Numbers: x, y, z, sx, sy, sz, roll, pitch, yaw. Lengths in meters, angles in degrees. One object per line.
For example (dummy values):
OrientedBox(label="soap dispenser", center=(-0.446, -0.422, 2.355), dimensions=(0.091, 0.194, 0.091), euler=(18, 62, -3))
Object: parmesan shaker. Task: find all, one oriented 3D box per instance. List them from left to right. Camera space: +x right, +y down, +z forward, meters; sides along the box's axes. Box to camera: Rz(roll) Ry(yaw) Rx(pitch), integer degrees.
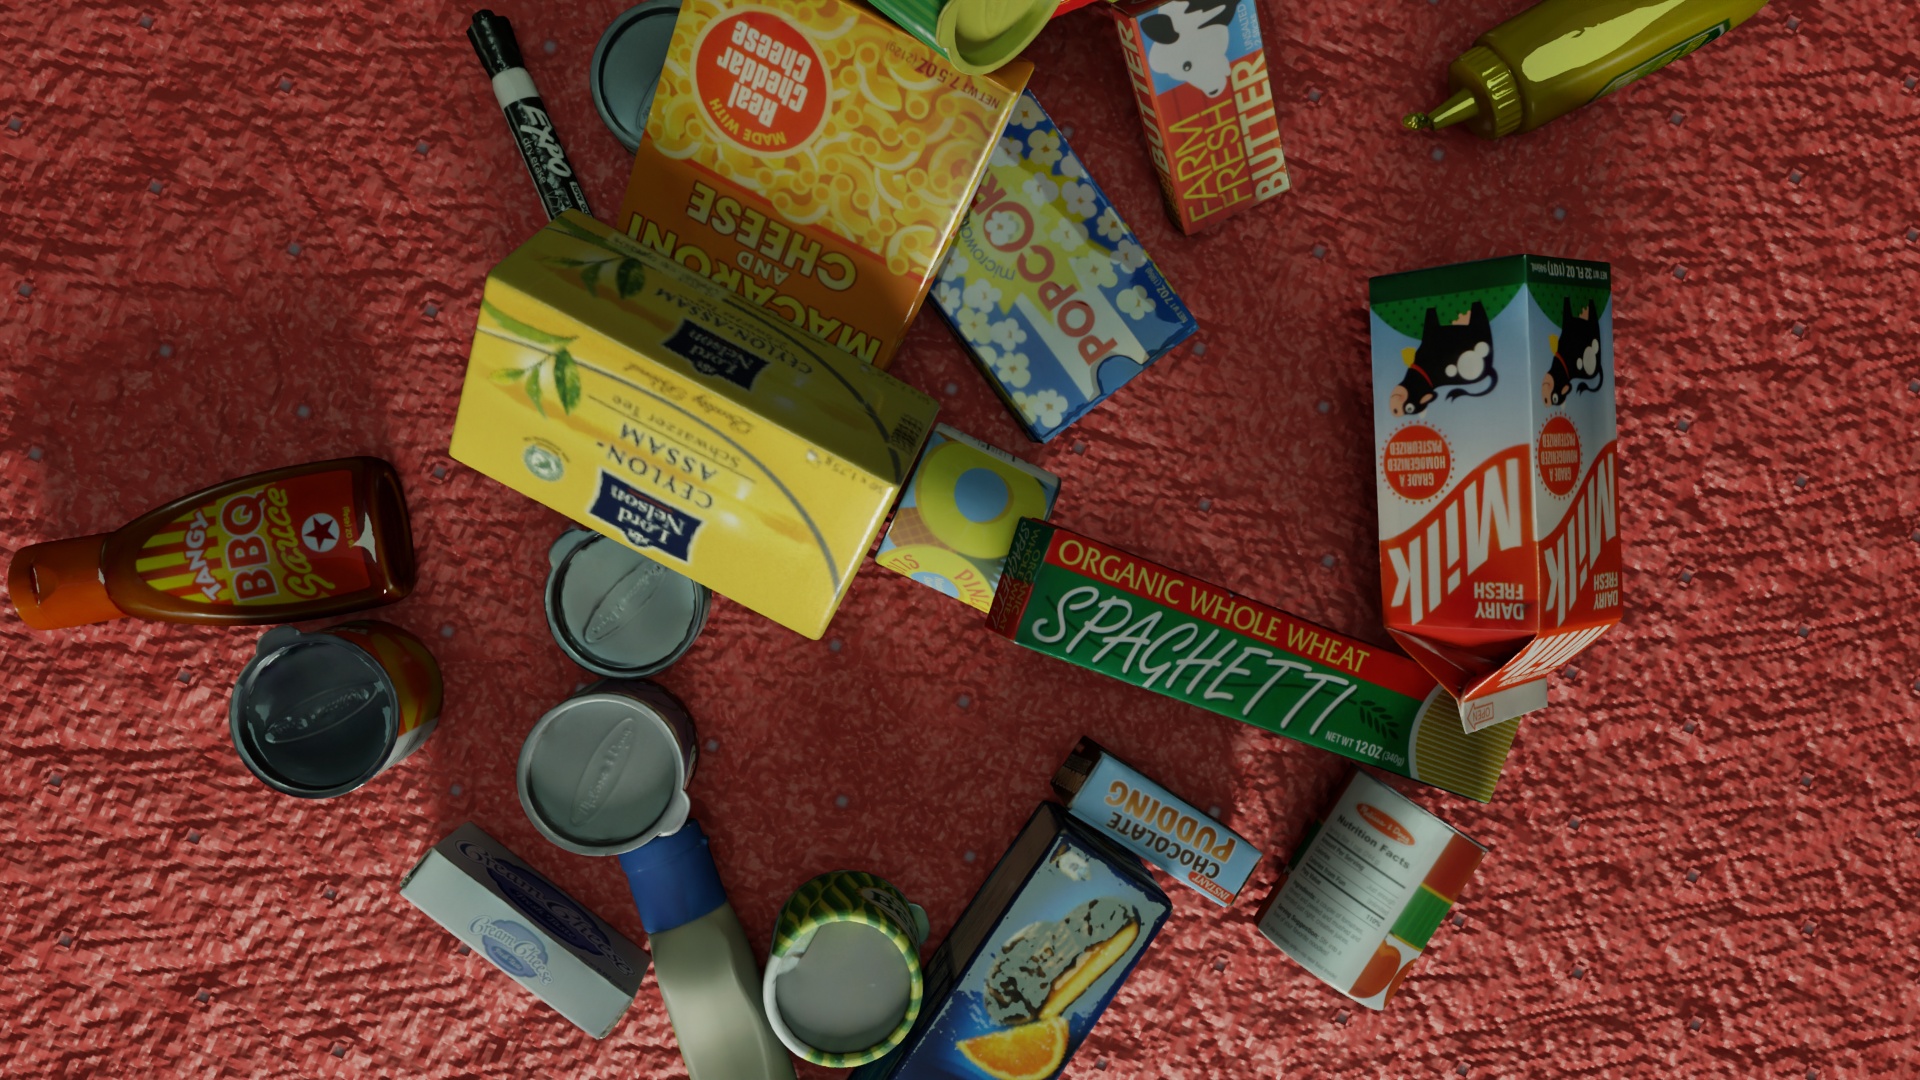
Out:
OrientedBox(label="parmesan shaker", center=(-0.020, -0.213, 0.468), dimensions=(0.103, 0.071, 0.071), euler=(41, 89, 16))

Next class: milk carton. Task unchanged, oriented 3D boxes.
OrientedBox(label="milk carton", center=(0.225, -0.019, 0.583), dimensions=(0.072, 0.073, 0.190), euler=(-6, 93, -39))

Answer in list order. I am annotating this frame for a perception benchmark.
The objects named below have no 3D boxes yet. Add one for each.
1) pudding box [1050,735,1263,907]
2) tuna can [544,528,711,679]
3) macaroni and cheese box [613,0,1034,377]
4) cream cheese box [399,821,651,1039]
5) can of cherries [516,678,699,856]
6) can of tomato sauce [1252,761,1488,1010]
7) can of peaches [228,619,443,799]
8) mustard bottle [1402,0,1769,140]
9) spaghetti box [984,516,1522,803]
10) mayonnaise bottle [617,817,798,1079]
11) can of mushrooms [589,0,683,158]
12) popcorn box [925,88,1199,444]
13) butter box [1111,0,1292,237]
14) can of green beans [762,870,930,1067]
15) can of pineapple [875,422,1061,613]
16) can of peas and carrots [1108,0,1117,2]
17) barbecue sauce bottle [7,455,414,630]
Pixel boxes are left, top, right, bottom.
OrientedBox(label="pudding box", center=(0.083, 0.121, 0.602), dimensions=(0.084, 0.049, 0.030), euler=(33, 89, -4))
OrientedBox(label="tuna can", center=(-0.143, 0.023, 0.593), dimensions=(0.071, 0.033, 0.071), euler=(0, 92, -4))
OrientedBox(label="macaroni and cheese box", center=(-0.062, -0.137, 0.545), dimensions=(0.124, 0.040, 0.165), euler=(27, 127, -3))
OrientedBox(label="cream cheese box", center=(-0.181, 0.162, 0.585), dimensions=(0.104, 0.053, 0.024), euler=(38, 88, -4))
OrientedBox(label="can of cherries", center=(-0.143, 0.094, 0.583), dimensions=(0.071, 0.058, 0.071), euler=(0, 91, -4))
OrientedBox(label="can of tomato sauce", center=(0.177, 0.150, 0.602), dimensions=(0.071, 0.071, 0.083), euler=(33, 90, -4))
OrientedBox(label="can of peaches", center=(-0.256, 0.066, 0.574), dimensions=(0.071, 0.058, 0.071), euler=(0, 92, -3))
OrientedBox(label="mustard bottle", center=(0.265, -0.212, 0.599), dimensions=(0.160, 0.065, 0.049), euler=(-27, 88, 3))
OrientedBox(label="spaghetti box", center=(0.129, 0.053, 0.579), dimensions=(0.250, 0.029, 0.050), euler=(20, 90, -21))
OrientedBox(label="mayonnaise bottle", center=(-0.104, 0.193, 0.588), dimensions=(0.041, 0.064, 0.148), euler=(-20, 89, -5))
OrientedBox(label="can of mushrooms", center=(-0.118, -0.189, 0.587), dimensions=(0.071, 0.033, 0.071), euler=(0, 91, -4))
OrientedBox(label="popcorn box", center=(0.030, -0.116, 0.597), dimensions=(0.085, 0.038, 0.126), euler=(-37, 93, -3))
OrientedBox(label="butter box", center=(0.102, -0.184, 0.581), dimensions=(0.053, 0.024, 0.103), euler=(-25, 127, -3))
OrientedBox(label="can of green beans", center=(-0.049, 0.181, 0.591), dimensions=(0.071, 0.058, 0.071), euler=(0, 92, -4))
OrientedBox(label="can of pineapple", center=(0.002, -0.007, 0.584), dimensions=(0.058, 0.071, 0.071), euler=(25, 90, -3))
OrientedBox(label="can of peas and carrots", center=(0.065, -0.259, 0.573), dimensions=(0.071, 0.059, 0.070), euler=(7, 103, 30))
OrientedBox(label="barbecue sauce bottle", center=(-0.309, 0.007, 0.576), dimensions=(0.149, 0.043, 0.065), euler=(-10, 88, -3))
